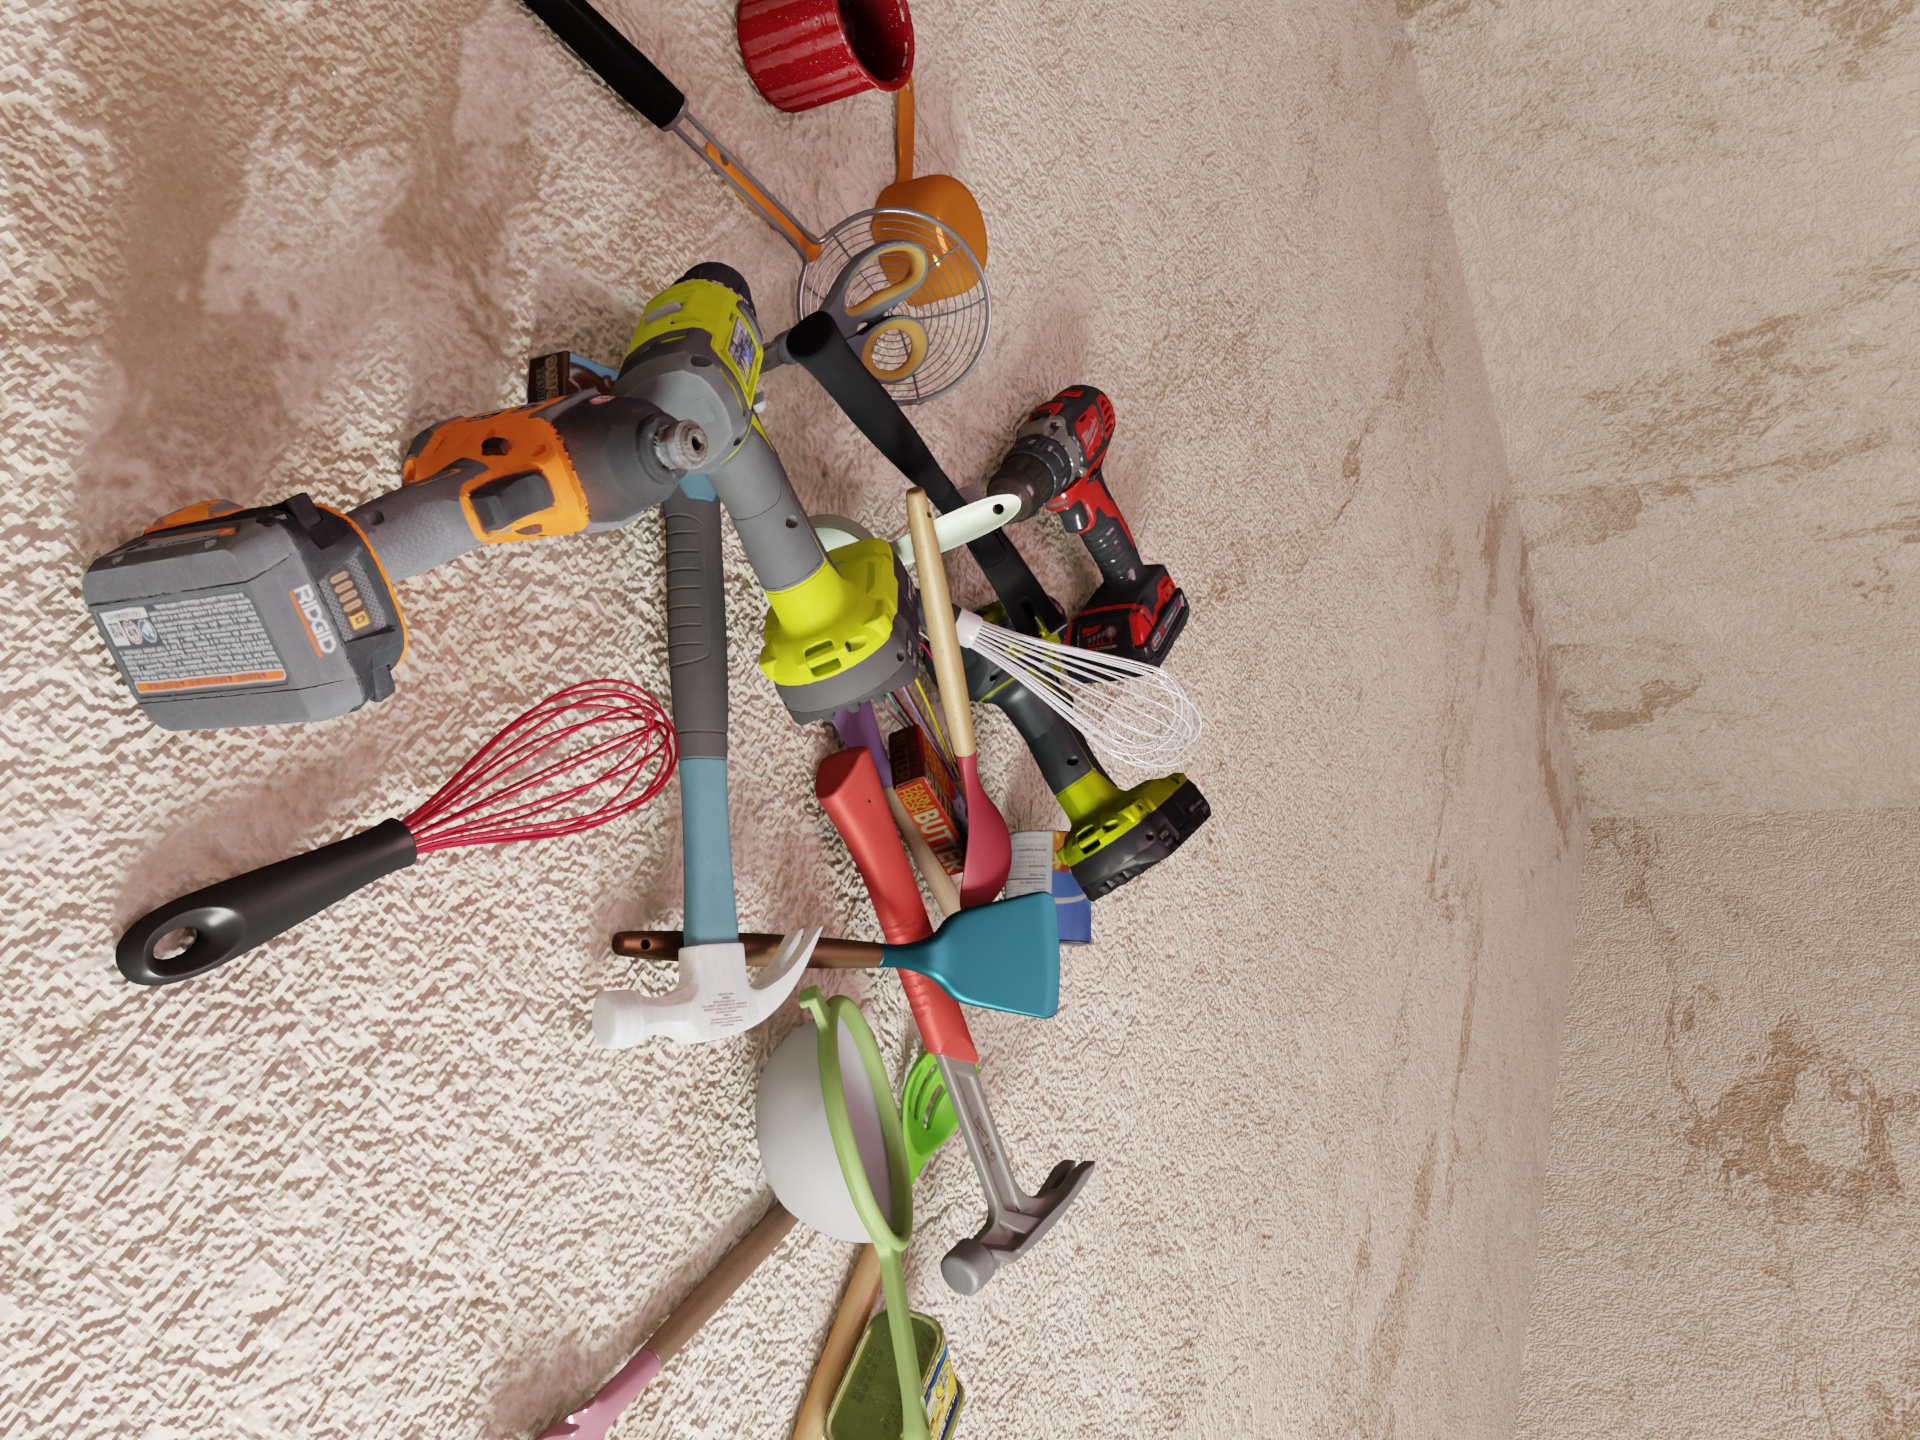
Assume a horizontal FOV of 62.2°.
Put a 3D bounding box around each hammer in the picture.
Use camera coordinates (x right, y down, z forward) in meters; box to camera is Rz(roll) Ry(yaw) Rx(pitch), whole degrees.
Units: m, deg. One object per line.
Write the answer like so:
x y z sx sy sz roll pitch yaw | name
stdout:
-0.011 0.185 1.052 0.149 0.037 0.359 -30 105 -48 | hammer
-0.021 -0.155 1.011 0.146 0.035 0.334 60 9 27 | hammer
-0.143 0.008 0.873 0.128 0.033 0.331 5 76 -39 | hammer

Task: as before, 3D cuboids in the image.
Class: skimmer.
-0.114 -0.316 0.942 0.127 0.090 0.362 -57 140 0 | skimmer

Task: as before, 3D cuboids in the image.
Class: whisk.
0.032 -0.047 1.044 0.284 0.070 0.070 26 54 -8 | whisk
-0.238 0.047 0.720 0.296 0.073 0.073 -30 112 -50 | whisk
-0.012 0.019 1.119 0.051 0.047 0.244 -54 136 -32 | whisk

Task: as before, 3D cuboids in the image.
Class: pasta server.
-0.144 0.328 0.854 0.316 0.040 0.060 -35 128 -57 | pasta server

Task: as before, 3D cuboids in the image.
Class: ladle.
-0.002 -0.003 0.999 0.069 0.031 0.315 -58 145 -48 | ladle

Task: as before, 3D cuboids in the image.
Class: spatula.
-0.063 0.136 0.945 0.317 0.044 0.082 10 75 -44 | spatula
-0.039 0.060 1.087 0.315 0.018 0.060 65 29 -29 | spatula

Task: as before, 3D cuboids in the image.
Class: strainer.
-0.070 0.288 0.908 0.151 0.069 0.257 64 12 -64 | strainer

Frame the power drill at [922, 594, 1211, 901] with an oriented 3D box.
0.083 0.007 1.177 0.223 0.080 0.171 56 32 3 | power drill

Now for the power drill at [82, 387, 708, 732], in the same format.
-0.218 -0.080 0.664 0.226 0.164 0.084 -45 124 -50 | power drill

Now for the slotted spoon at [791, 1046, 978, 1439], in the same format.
-0.055 0.341 1.014 0.070 0.031 0.314 57 43 -38 | slotted spoon

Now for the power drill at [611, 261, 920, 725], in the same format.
-0.103 -0.131 0.861 0.191 0.080 0.228 -92 159 -57 | power drill

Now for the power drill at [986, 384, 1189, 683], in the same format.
0.098 -0.141 1.292 0.188 0.080 0.226 -53 127 -48 | power drill

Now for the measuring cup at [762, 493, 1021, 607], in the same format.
-0.041 -0.106 0.971 0.038 0.167 0.083 -88 154 -66 | measuring cup

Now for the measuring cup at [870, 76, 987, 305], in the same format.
-0.019 -0.389 1.147 0.095 0.052 0.173 1 87 -59 | measuring cup

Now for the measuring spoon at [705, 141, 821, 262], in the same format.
-0.122 -0.328 1.006 0.116 0.011 0.021 35 57 -53 | measuring spoon
